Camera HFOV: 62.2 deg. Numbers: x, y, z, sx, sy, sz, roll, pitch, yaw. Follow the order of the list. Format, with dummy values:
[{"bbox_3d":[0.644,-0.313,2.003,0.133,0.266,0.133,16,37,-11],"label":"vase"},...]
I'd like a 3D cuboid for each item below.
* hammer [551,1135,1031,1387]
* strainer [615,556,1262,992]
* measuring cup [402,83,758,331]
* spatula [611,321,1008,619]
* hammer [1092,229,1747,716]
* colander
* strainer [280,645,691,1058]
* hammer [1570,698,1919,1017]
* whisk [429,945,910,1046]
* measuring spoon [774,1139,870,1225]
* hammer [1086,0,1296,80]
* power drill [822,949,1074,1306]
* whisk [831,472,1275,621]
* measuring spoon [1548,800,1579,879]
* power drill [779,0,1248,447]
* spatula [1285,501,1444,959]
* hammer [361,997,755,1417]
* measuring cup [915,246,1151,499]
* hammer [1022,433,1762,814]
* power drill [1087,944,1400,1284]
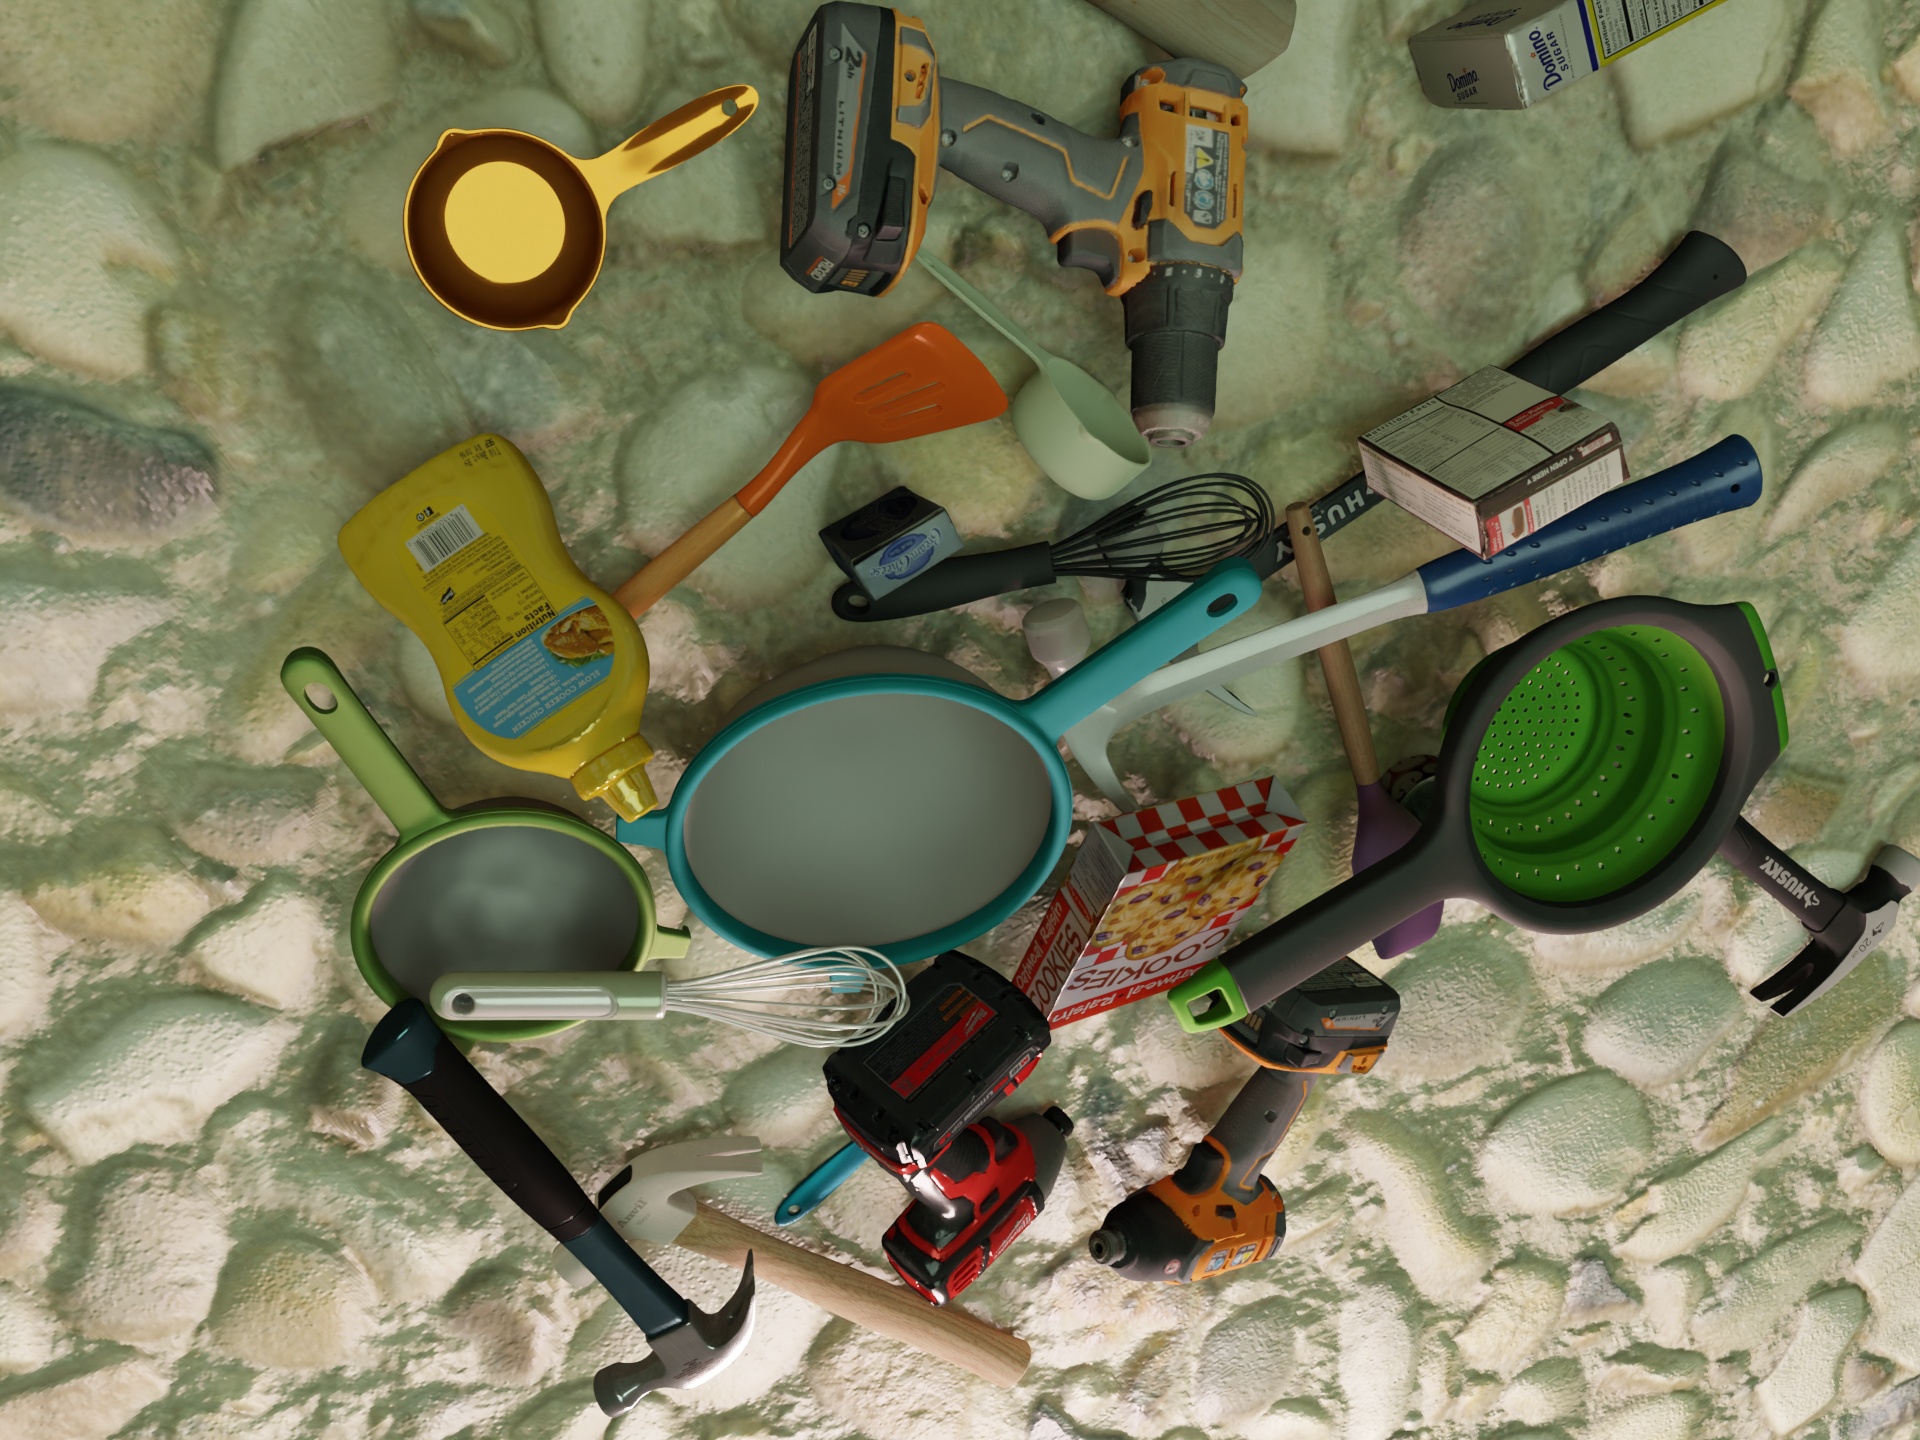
[{"bbox_3d":[-0.082,0.355,1.007,0.331,0.031,0.130,34,107,-27],"label":"hammer"},{"bbox_3d":[-0.001,-0.003,0.831,0.340,0.095,0.210,-34,129,16],"label":"strainer"},{"bbox_3d":[-0.173,-0.248,0.733,0.173,0.052,0.095,-31,116,-5],"label":"measuring cup"},{"bbox_3d":[-0.123,-0.087,0.794,0.322,0.041,0.081,-38,145,11],"label":"spatula"},{"bbox_3d":[0.277,-0.156,0.914,0.409,0.036,0.149,-33,118,-2],"label":"hammer"},{"bbox_3d":[0.282,0.055,0.928,0.397,0.095,0.204,-29,114,-5],"label":"colander"},{"bbox_3d":[-0.258,0.053,0.807,0.151,0.069,0.256,-26,124,1],"label":"strainer"},{"bbox_3d":[0.521,0.083,1.082,0.334,0.035,0.146,32,99,-25],"label":"hammer"},{"bbox_3d":[-0.147,0.144,0.827,0.246,0.059,0.057,2,110,-12],"label":"whisk"},{"bbox_3d":[-0.065,0.277,0.991,0.128,0.021,0.042,-41,117,3],"label":"measuring spoon"},{"bbox_3d":[-0.024,-0.393,0.728,0.410,0.038,0.146,10,106,-21],"label":"hammer"},{"bbox_3d":[0.005,0.242,0.937,0.143,0.079,0.219,-39,142,-24],"label":"power drill"},{"bbox_3d":[0.046,-0.086,0.839,0.239,0.055,0.055,-11,115,9],"label":"whisk"},{"bbox_3d":[0.394,0.087,1.060,0.034,0.018,0.124,-16,121,-10],"label":"measuring spoon"},{"bbox_3d":[0.032,-0.232,0.759,0.226,0.084,0.185,4,86,-20],"label":"power drill"},{"bbox_3d":[0.238,0.012,0.941,0.060,0.018,0.315,-25,117,-6],"label":"spatula"},{"bbox_3d":[-0.223,0.274,0.887,0.128,0.033,0.330,-26,123,4],"label":"hammer"},{"bbox_3d":[0.027,-0.178,0.822,0.167,0.083,0.038,41,118,-9],"label":"measuring cup"},{"bbox_3d":[0.244,-0.062,0.877,0.405,0.035,0.144,-20,115,-1],"label":"hammer"},{"bbox_3d":[0.170,0.255,0.998,0.164,0.084,0.226,6,112,-44],"label":"power drill"}]
